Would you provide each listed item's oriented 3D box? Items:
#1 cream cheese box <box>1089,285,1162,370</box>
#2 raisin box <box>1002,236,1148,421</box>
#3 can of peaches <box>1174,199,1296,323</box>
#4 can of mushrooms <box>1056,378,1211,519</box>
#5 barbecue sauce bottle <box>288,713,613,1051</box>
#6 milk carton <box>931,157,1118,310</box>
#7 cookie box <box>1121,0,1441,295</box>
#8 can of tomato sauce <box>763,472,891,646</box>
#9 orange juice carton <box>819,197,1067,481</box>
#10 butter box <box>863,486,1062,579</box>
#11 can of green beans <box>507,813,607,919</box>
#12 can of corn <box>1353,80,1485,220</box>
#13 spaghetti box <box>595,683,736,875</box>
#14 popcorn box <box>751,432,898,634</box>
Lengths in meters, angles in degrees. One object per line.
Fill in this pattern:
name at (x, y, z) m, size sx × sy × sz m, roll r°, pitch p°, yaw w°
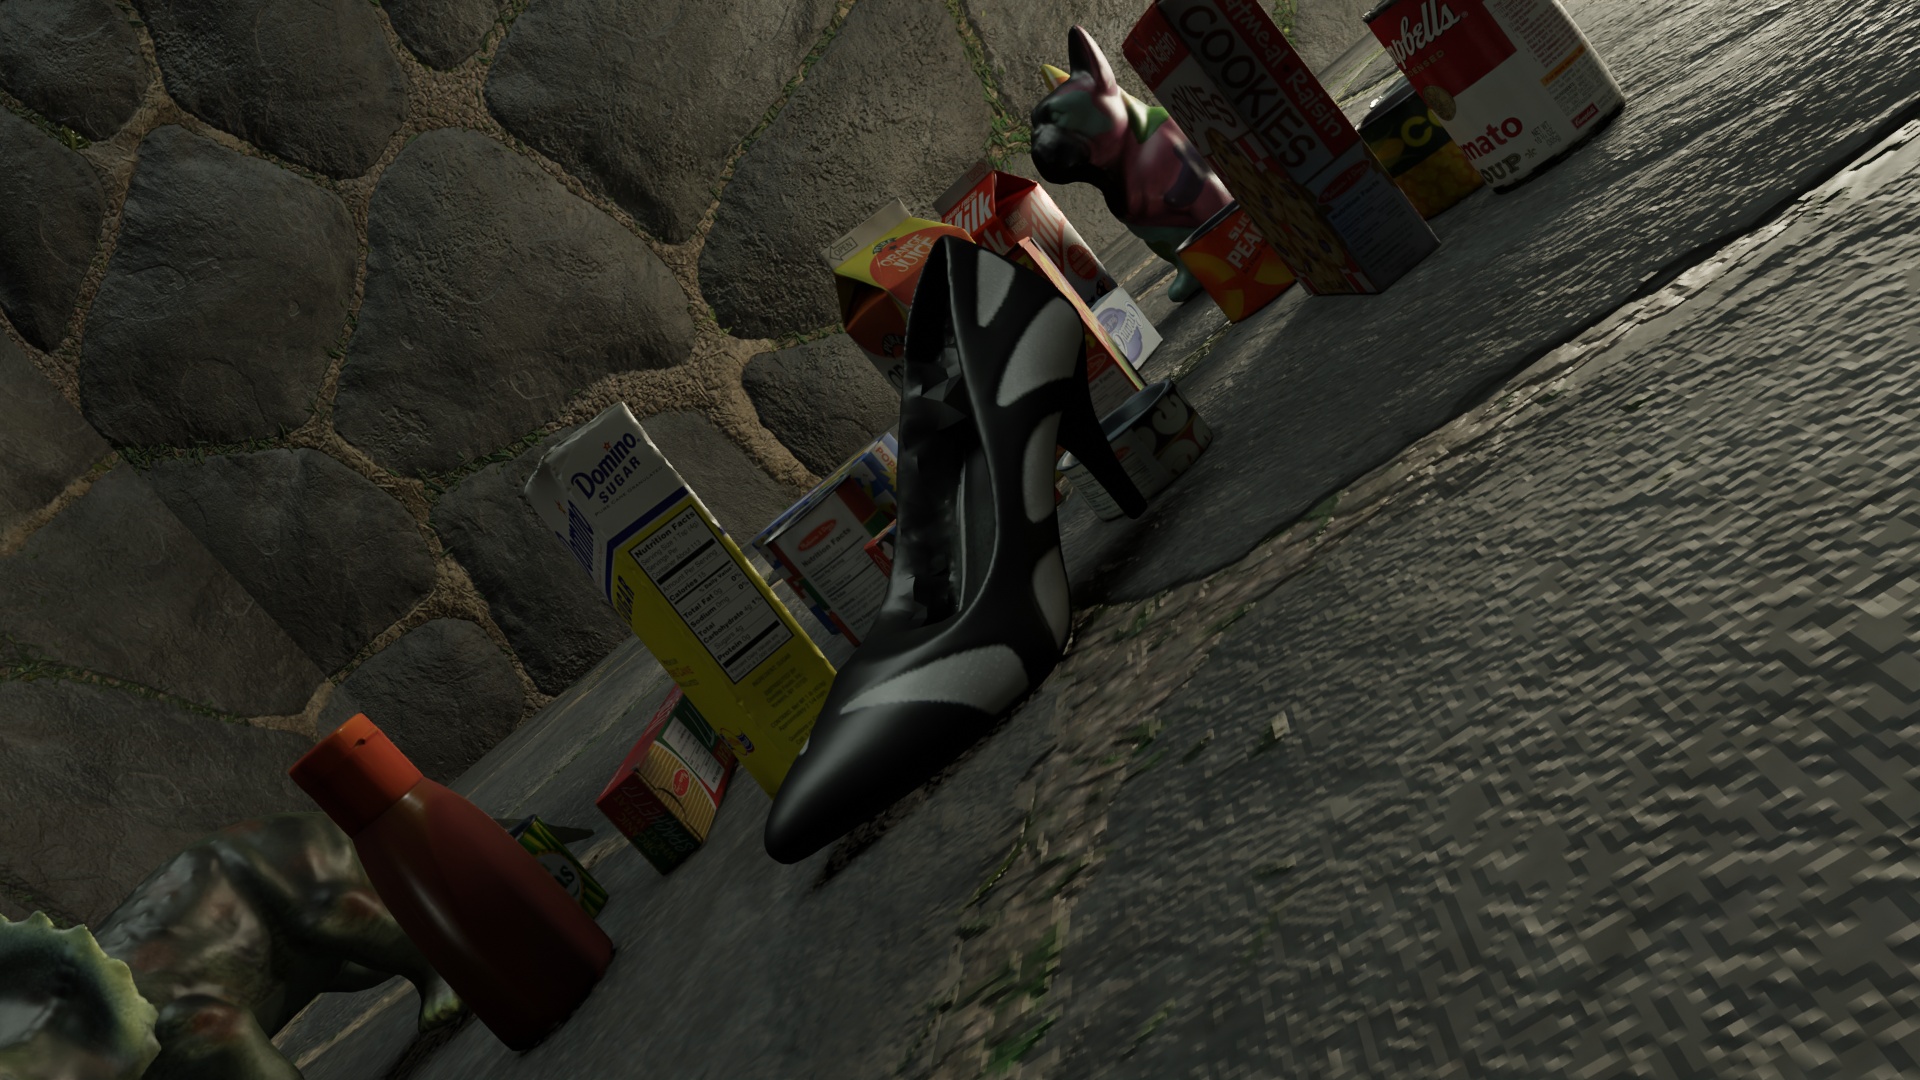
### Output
cream cheese box at (0.104, -0.137, 0.981) m, size 0.024 × 0.053 × 0.104 m, roll -34°, pitch 10°, yaw 38°
raisin box at (0.060, -0.108, 0.769) m, size 0.040 × 0.123 × 0.086 m, roll -38°, pitch 8°, yaw 14°
can of peaches at (0.175, -0.175, 0.846) m, size 0.071 × 0.058 × 0.071 m, roll -39°, pitch 8°, yaw 6°
can of mushrooms at (0.081, -0.043, 0.638) m, size 0.071 × 0.033 × 0.071 m, roll -39°, pitch 8°, yaw 6°
barbecue sauce bottle at (-0.212, 0.138, 0.576) m, size 0.043 × 0.148 × 0.065 m, roll -38°, pitch 8°, yaw 18°
milk carton at (0.057, -0.209, 1.098) m, size 0.072 × 0.190 × 0.074 m, roll -32°, pitch 11°, yaw 46°
cookie box at (0.150, -0.196, 0.679) m, size 0.040 × 0.167 × 0.123 m, roll -39°, pitch 8°, yaw 6°
can of tomato sauce at (-0.065, 0.011, 0.835) m, size 0.071 × 0.083 × 0.071 m, roll -39°, pitch 8°, yaw 6°
orange juice carton at (0.000, -0.118, 0.851) m, size 0.072 × 0.192 × 0.073 m, roll -44°, pitch 8°, yaw -27°
butter box at (0.003, -0.009, 0.744) m, size 0.104 × 0.053 × 0.024 m, roll -43°, pitch 8°, yaw -23°
can of green beans at (-0.224, 0.183, 0.708) m, size 0.071 × 0.058 × 0.071 m, roll -39°, pitch 8°, yaw 6°
can of corn at (0.241, -0.204, 0.697) m, size 0.071 × 0.058 × 0.071 m, roll -39°, pitch 8°, yaw 6°
spaghetti box at (-0.150, 0.115, 0.775) m, size 0.028 × 0.050 × 0.250 m, roll -40°, pitch 8°, yaw 4°
popcorn box at (-0.066, -0.001, 0.900) m, size 0.126 × 0.085 × 0.038 m, roll -33°, pitch 10°, yaw 40°
